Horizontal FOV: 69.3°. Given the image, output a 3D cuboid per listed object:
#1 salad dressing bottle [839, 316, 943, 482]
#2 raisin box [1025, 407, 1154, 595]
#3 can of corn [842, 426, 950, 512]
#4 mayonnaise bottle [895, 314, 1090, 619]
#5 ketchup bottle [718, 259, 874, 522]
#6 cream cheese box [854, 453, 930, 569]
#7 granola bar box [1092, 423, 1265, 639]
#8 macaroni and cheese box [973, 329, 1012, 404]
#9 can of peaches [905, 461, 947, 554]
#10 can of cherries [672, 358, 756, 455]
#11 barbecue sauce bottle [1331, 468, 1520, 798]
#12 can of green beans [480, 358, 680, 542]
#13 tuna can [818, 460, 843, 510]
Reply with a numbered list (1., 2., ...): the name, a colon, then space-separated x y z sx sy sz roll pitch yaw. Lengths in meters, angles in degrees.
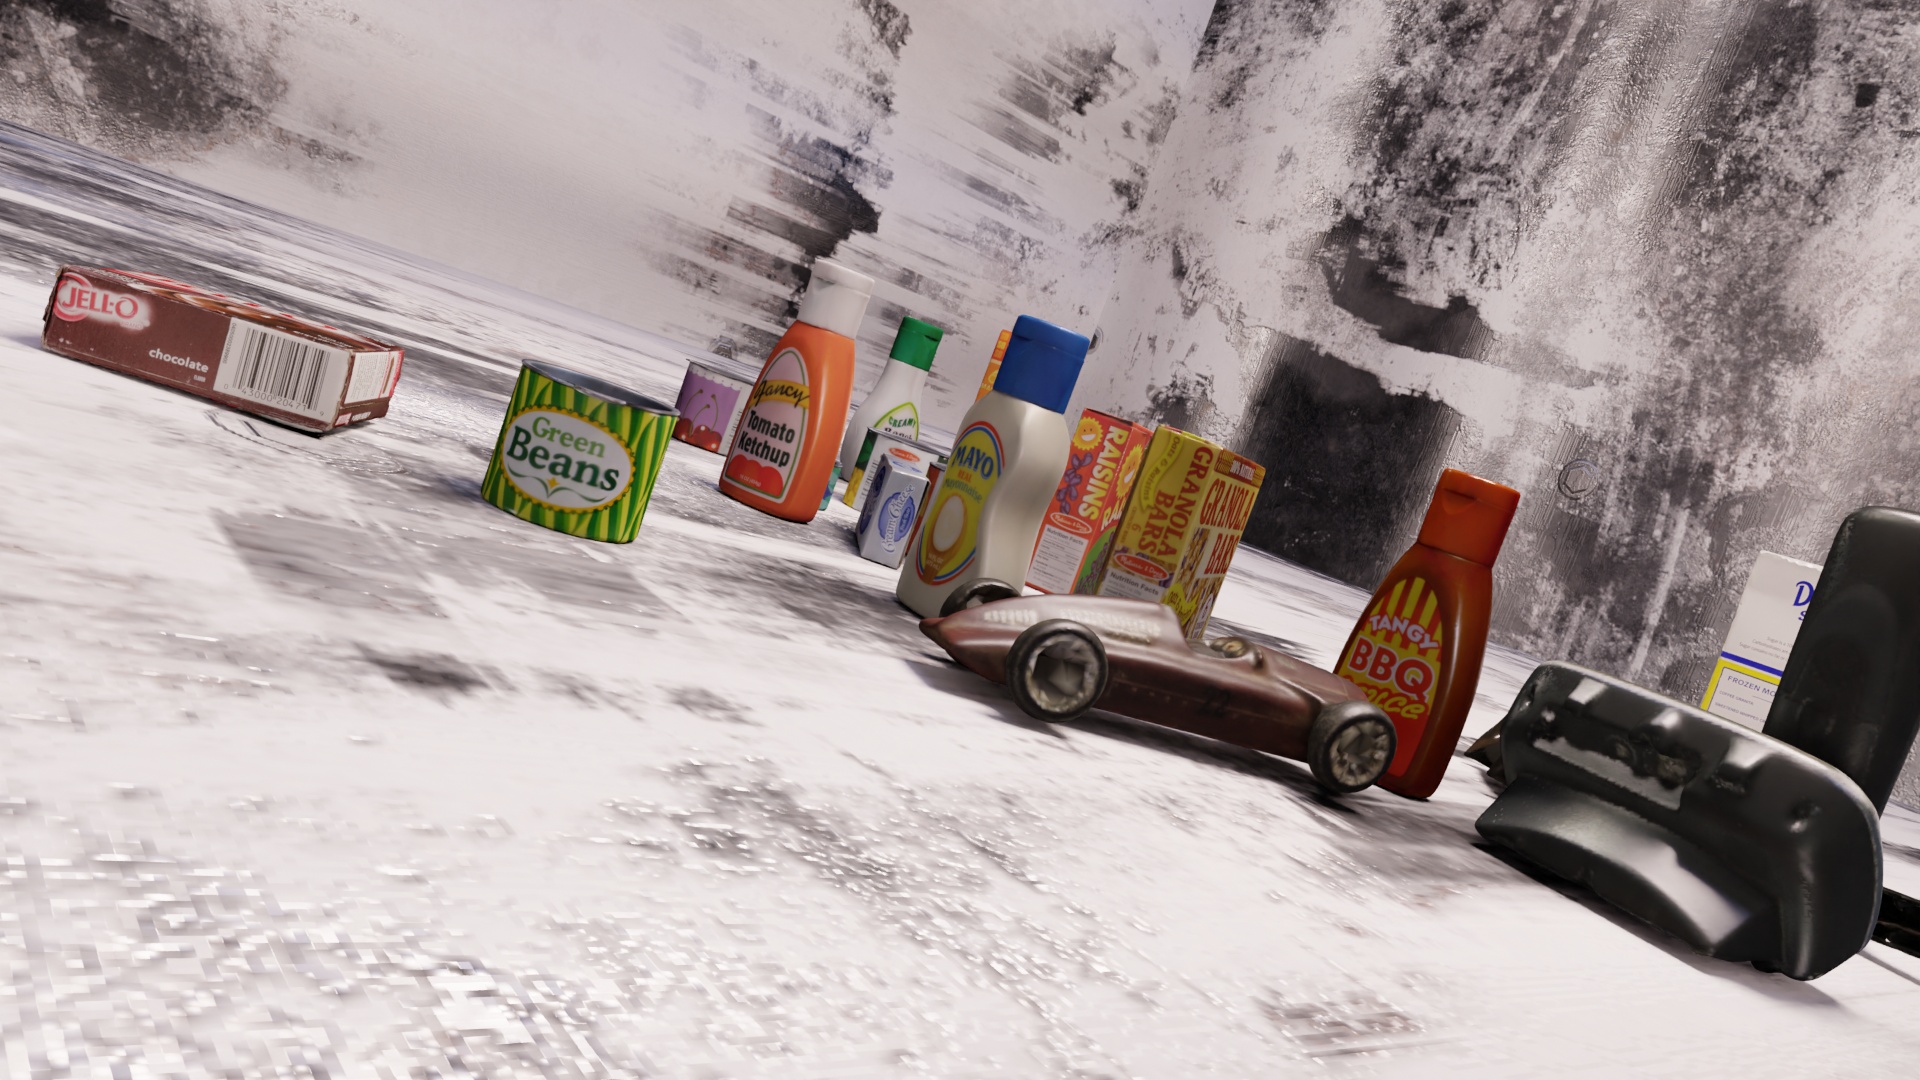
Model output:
1. salad dressing bottle: -0.056 -0.114 1.173 0.064 0.147 0.044 15 7 -43
2. raisin box: 0.089 -0.023 0.929 0.040 0.123 0.086 22 6 19
3. can of corn: -0.045 -0.045 1.007 0.071 0.058 0.071 20 6 -2
4. mayonnaise bottle: 0.018 -0.030 0.651 0.041 0.148 0.065 16 7 -38
5. ketchup bottle: -0.091 -0.089 0.817 0.065 0.148 0.043 23 6 31
6. cream cheese box: -0.041 -0.019 0.810 0.024 0.053 0.104 19 6 -9
7. granola bar box: 0.120 0.006 0.772 0.039 0.124 0.165 22 6 19
8. macaroni and cheese box: 0.044 -0.095 1.236 0.040 0.166 0.124 22 6 22
9. can of peaches: 0.003 -0.011 0.859 0.071 0.058 0.071 20 6 -2
10. can of cherries: -0.183 -0.099 1.044 0.071 0.058 0.071 20 6 -2
11. barbecue sauce bottle: 0.218 0.041 0.651 0.044 0.148 0.065 15 7 -44
12. can of green beans: -0.156 -0.037 0.571 0.071 0.057 0.071 20 6 -2
13. tuna can: -0.112 -0.045 0.916 0.071 0.032 0.071 20 6 -2
